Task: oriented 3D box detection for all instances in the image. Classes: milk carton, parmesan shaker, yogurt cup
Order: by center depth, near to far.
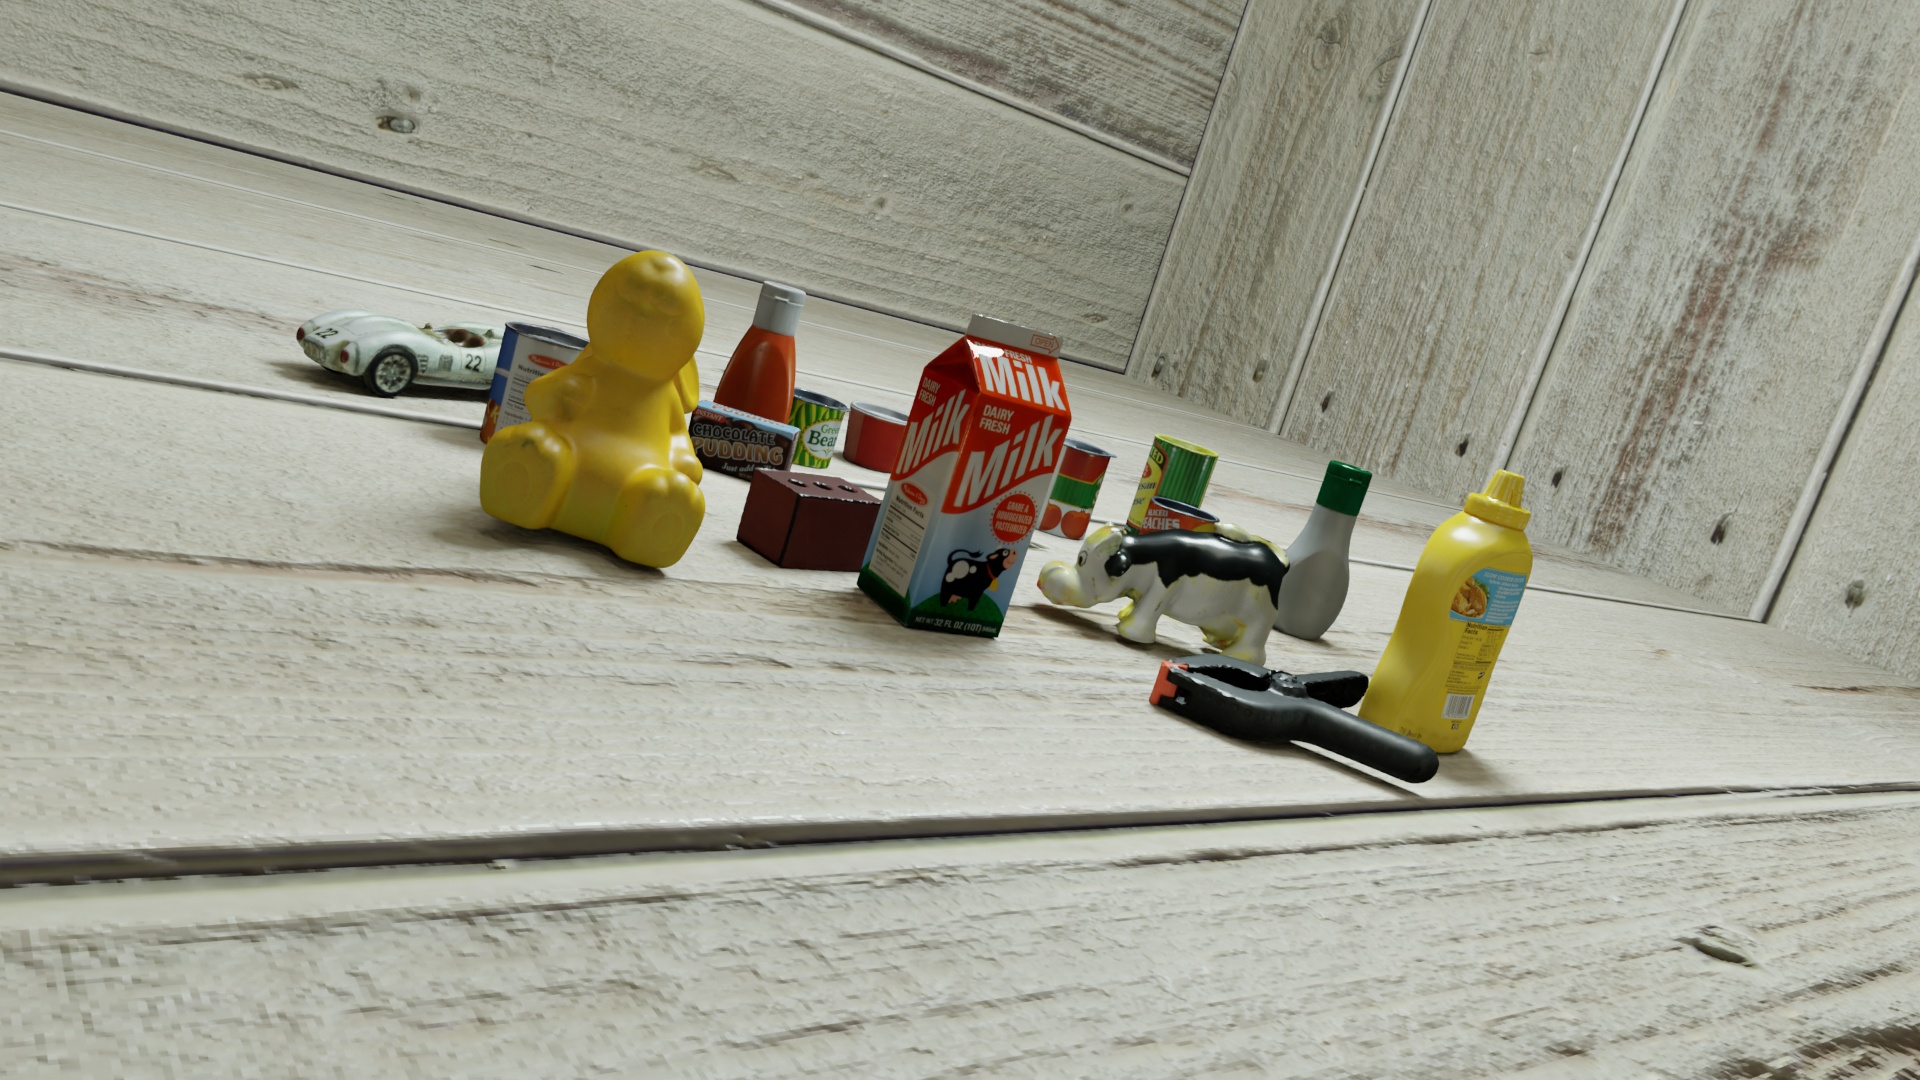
[{"bbox_3d":[0.007,-0.042,0.863,0.072,0.190,0.073,10,14,-33],"label":"milk carton"},{"bbox_3d":[-0.079,-0.097,1.318,0.072,0.053,0.072,17,12,-3],"label":"yogurt cup"},{"bbox_3d":[0.208,-0.046,1.374,0.071,0.103,0.071,17,12,-3],"label":"parmesan shaker"}]

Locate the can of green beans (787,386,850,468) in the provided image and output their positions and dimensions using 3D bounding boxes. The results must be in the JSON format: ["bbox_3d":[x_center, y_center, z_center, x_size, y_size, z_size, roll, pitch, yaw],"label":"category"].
[{"bbox_3d":[-0.141,-0.102,1.240,0.071,0.057,0.071,17,12,-3],"label":"can of green beans"}]

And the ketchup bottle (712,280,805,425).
[{"bbox_3d":[-0.166,-0.140,1.158,0.065,0.148,0.043,16,12,-9],"label":"ketchup bottle"}]

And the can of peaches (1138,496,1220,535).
[{"bbox_3d":[0.194,-0.003,1.269,0.071,0.058,0.071,17,12,-3],"label":"can of peaches"}]

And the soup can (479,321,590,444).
[{"bbox_3d":[-0.294,-0.105,0.974,0.071,0.083,0.071,17,12,-3],"label":"soup can"}]

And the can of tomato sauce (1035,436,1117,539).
[{"bbox_3d":[0.097,-0.050,1.282,0.071,0.083,0.071,17,12,-3],"label":"can of tomato sauce"}]

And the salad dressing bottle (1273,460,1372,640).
[{"bbox_3d":[0.301,0.008,1.156,0.064,0.147,0.044,16,11,-8],"label":"salad dressing bottle"}]

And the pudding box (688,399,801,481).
[{"bbox_3d":[-0.173,-0.076,1.099,0.084,0.049,0.030,17,11,0],"label":"pudding box"}]
